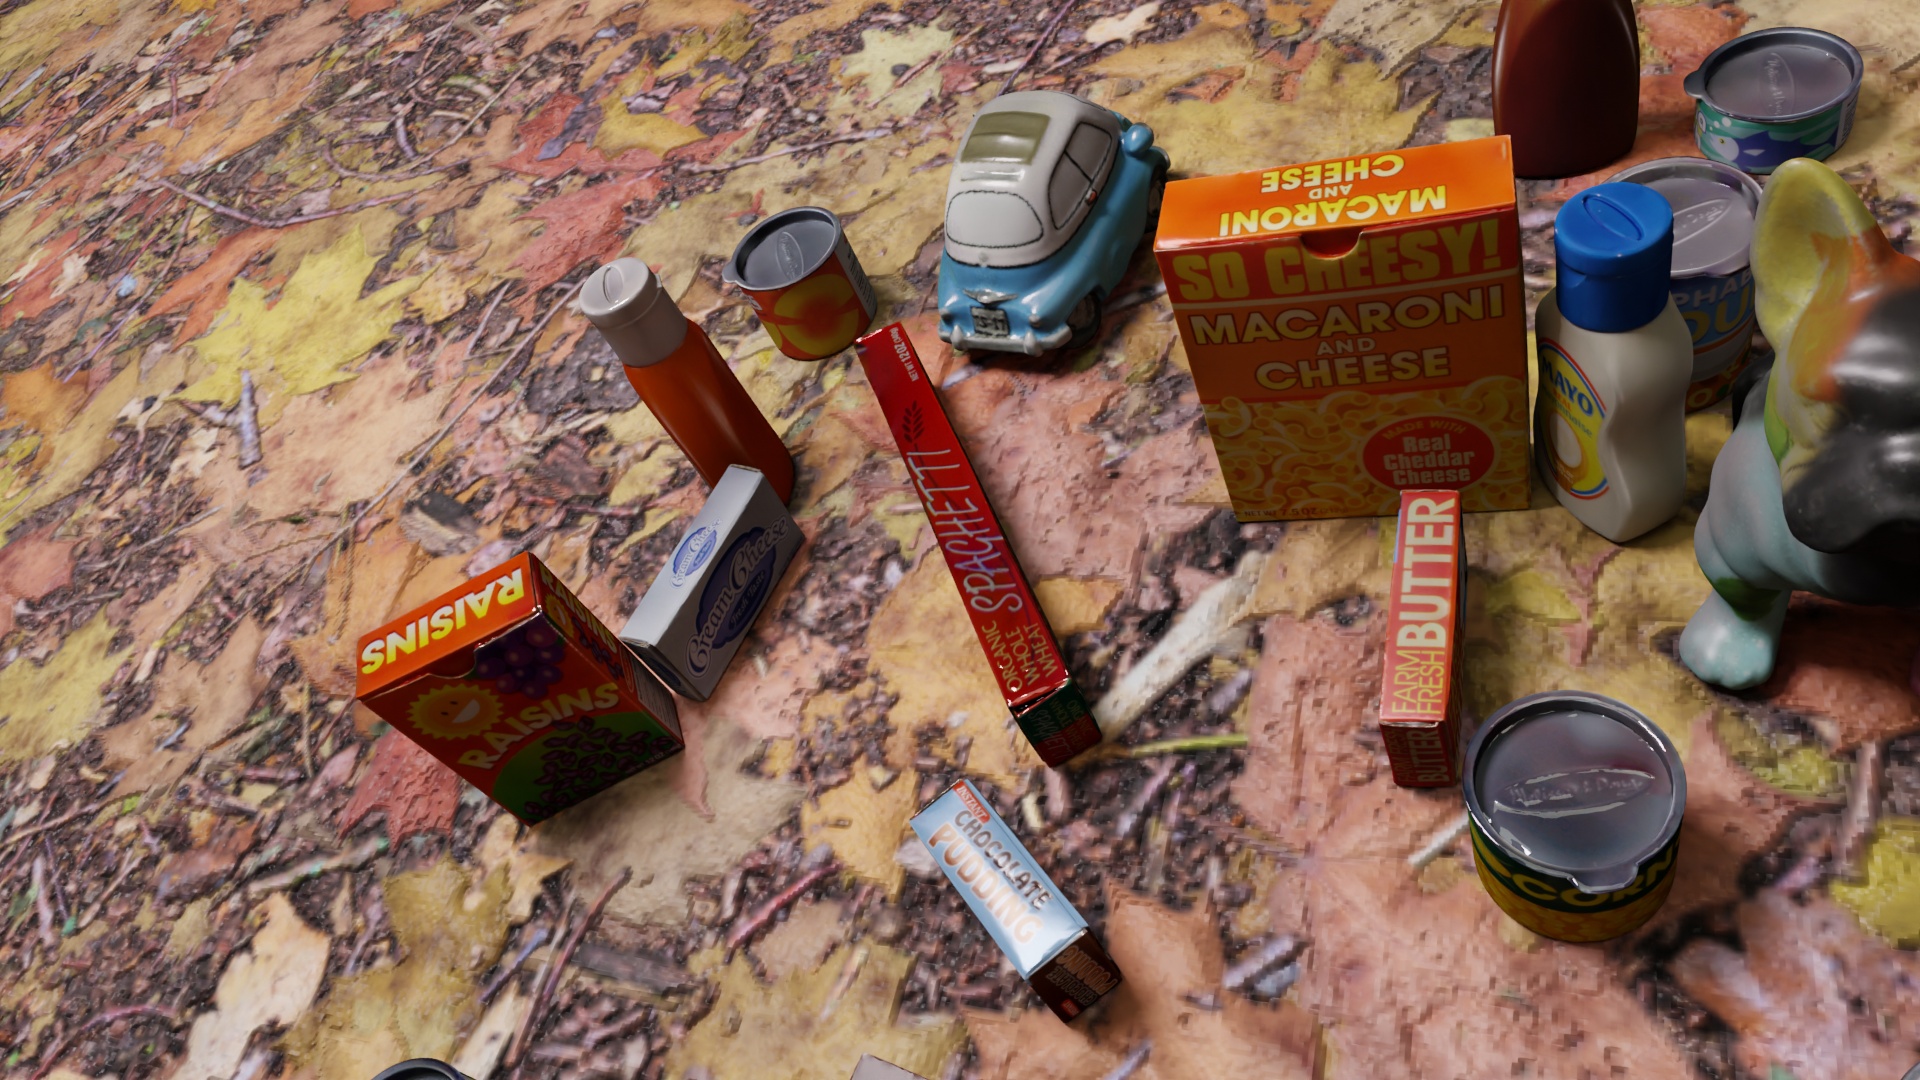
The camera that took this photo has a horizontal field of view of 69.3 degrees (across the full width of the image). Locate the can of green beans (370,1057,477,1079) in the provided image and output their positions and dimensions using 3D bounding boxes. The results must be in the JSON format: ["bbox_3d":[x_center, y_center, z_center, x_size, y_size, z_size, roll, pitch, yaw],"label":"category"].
[{"bbox_3d":[-0.197,0.239,0.528,0.071,0.057,0.071,-12,50,15],"label":"can of green beans"}]

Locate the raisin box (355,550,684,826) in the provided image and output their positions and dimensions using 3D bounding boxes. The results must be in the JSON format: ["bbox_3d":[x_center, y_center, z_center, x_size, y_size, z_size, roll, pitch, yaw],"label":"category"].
[{"bbox_3d":[-0.192,0.069,0.615,0.086,0.123,0.040,-26,48,3],"label":"raisin box"}]

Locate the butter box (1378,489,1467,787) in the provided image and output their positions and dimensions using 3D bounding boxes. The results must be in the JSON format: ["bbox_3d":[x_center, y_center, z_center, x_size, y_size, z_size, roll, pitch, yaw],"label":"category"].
[{"bbox_3d":[0.176,0.036,0.525,0.024,0.053,0.104,0,54,24],"label":"butter box"}]

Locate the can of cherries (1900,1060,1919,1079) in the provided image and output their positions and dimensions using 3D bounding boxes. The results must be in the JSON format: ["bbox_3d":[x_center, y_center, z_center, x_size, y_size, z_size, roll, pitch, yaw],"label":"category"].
[{"bbox_3d":[0.281,0.174,0.367,0.071,0.058,0.072,-12,50,15],"label":"can of cherries"}]

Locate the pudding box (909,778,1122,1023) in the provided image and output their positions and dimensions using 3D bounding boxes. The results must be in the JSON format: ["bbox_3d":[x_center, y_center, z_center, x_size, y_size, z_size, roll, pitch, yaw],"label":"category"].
[{"bbox_3d":[0.020,0.133,0.520,0.030,0.049,0.084,-38,48,-7],"label":"pudding box"}]

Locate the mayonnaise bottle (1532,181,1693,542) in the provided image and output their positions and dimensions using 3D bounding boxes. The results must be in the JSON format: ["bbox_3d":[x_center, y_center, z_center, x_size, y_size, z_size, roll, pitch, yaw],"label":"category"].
[{"bbox_3d":[0.239,-0.064,0.513,0.041,0.147,0.065,-28,48,2],"label":"mayonnaise bottle"}]

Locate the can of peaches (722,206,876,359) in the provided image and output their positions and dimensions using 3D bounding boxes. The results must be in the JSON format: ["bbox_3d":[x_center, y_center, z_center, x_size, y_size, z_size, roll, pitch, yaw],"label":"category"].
[{"bbox_3d":[-0.089,-0.143,0.781,0.071,0.058,0.071,-12,50,15],"label":"can of peaches"}]

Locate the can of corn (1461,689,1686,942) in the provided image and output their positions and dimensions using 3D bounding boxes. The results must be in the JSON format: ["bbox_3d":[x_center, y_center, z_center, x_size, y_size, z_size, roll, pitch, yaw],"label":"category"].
[{"bbox_3d":[0.204,0.095,0.463,0.071,0.058,0.071,-12,50,15],"label":"can of corn"}]

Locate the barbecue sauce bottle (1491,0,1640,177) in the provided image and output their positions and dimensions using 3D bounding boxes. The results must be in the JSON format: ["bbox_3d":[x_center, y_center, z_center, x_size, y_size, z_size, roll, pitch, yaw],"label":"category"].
[{"bbox_3d":[0.275,-0.236,0.632,0.065,0.148,0.044,-8,52,19],"label":"barbecue sauce bottle"}]

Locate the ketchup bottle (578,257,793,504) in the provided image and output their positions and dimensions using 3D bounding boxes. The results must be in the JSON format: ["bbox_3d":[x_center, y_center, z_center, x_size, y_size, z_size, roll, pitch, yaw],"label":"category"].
[{"bbox_3d":[-0.133,-0.074,0.685,0.043,0.148,0.065,-25,48,4],"label":"ketchup bottle"}]

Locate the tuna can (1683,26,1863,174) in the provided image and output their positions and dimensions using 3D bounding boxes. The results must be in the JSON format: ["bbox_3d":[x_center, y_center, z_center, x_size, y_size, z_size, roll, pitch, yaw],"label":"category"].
[{"bbox_3d":[0.372,-0.202,0.640,0.071,0.032,0.071,-12,50,15],"label":"tuna can"}]

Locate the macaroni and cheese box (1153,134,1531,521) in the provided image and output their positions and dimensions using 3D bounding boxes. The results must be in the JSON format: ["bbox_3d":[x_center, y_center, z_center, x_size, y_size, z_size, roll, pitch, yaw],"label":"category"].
[{"bbox_3d":[0.156,-0.072,0.544,0.123,0.165,0.040,-3,53,22],"label":"macaroni and cheese box"}]

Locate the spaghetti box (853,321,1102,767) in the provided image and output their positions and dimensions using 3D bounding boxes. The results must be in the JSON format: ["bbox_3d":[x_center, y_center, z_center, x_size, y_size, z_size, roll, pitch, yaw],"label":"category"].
[{"bbox_3d":[0.002,-0.008,0.639,0.029,0.050,0.251,-27,48,3],"label":"spaghetti box"}]

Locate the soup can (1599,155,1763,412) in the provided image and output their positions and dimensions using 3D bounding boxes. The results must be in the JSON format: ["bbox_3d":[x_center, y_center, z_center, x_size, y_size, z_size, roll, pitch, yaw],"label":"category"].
[{"bbox_3d":[0.288,-0.099,0.562,0.071,0.083,0.072,-12,50,15],"label":"soup can"}]

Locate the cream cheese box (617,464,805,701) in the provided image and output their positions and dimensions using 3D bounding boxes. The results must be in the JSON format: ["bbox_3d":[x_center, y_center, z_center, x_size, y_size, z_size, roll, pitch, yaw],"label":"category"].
[{"bbox_3d":[-0.117,0.020,0.667,0.024,0.053,0.104,12,60,31],"label":"cream cheese box"}]
